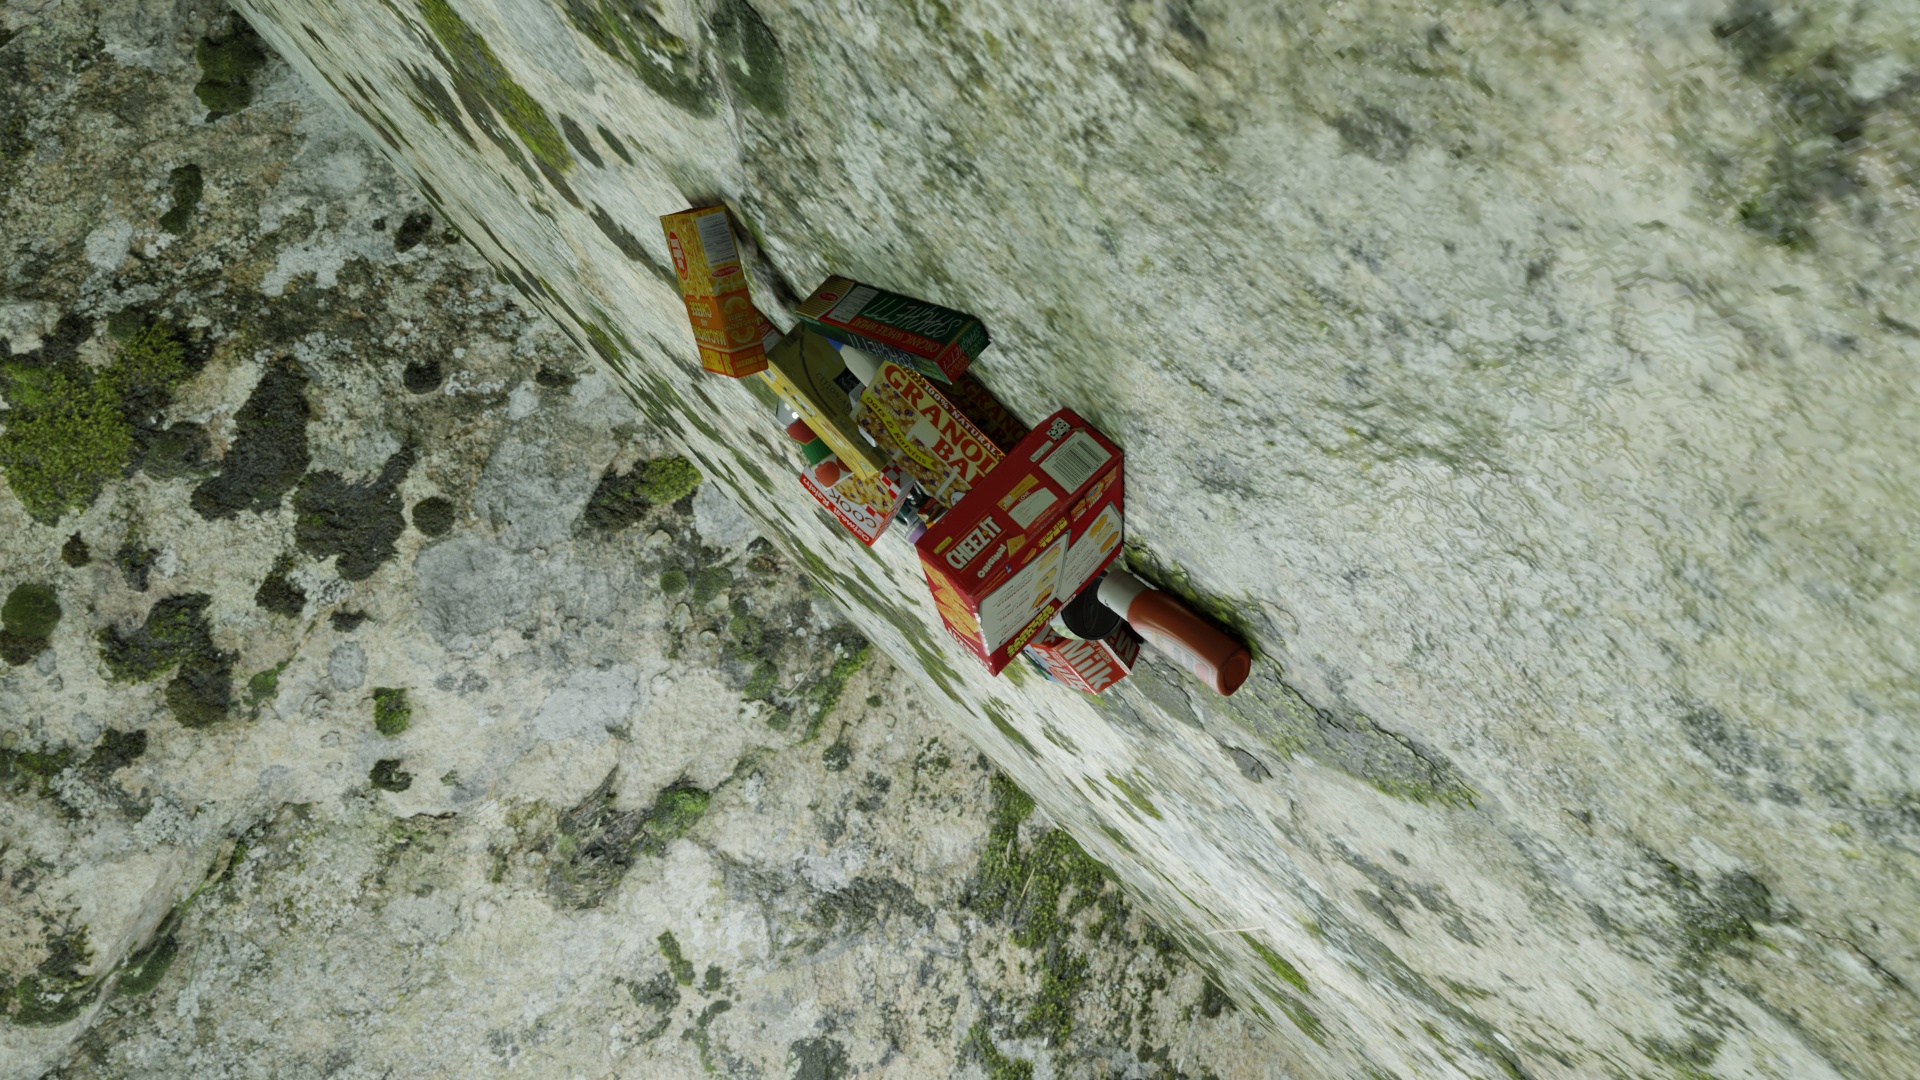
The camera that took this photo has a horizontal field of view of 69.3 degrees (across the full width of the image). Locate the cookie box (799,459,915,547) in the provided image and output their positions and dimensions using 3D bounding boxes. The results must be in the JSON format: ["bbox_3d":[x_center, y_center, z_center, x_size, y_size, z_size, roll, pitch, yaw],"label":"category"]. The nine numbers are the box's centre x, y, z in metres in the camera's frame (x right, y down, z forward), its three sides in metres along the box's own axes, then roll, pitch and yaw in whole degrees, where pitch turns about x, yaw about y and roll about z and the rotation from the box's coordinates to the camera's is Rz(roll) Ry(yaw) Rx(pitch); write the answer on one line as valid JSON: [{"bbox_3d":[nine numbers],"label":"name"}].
[{"bbox_3d":[-0.124,-0.075,1.653,0.123,0.040,0.166,44,151,5],"label":"cookie box"}]

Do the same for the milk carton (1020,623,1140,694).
[{"bbox_3d":[0.125,0.110,1.483,0.072,0.073,0.190,47,168,-11],"label":"milk carton"}]

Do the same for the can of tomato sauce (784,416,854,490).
[{"bbox_3d":[-0.147,-0.106,1.546,0.083,0.071,0.071,57,167,-3],"label":"can of tomato sauce"}]

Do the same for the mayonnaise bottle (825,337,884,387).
[{"bbox_3d":[-0.074,-0.162,1.290,0.148,0.041,0.064,46,162,-1],"label":"mayonnaise bottle"}]

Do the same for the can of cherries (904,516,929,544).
[{"bbox_3d":[-0.020,-0.009,1.583,0.058,0.071,0.071,43,168,5],"label":"can of cherries"}]

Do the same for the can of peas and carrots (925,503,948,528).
[{"bbox_3d":[0.005,-0.018,1.463,0.058,0.071,0.071,47,168,-11],"label":"can of peas and carrots"}]

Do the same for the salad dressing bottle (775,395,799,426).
[{"bbox_3d":[-0.184,-0.176,1.585,0.044,0.064,0.147,26,160,-2],"label":"salad dressing bottle"}]

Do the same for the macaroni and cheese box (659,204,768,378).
[{"bbox_3d":[-0.250,-0.254,1.414,0.124,0.040,0.166,23,130,62],"label":"macaroni and cheese box"}]

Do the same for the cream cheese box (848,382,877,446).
[{"bbox_3d":[-0.078,-0.134,1.370,0.024,0.053,0.103,44,169,14],"label":"cream cheese box"}]

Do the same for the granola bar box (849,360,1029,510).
[{"bbox_3d":[-0.009,-0.091,1.220,0.165,0.039,0.123,44,147,1],"label":"granola bar box"}]

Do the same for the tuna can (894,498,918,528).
[{"bbox_3d":[-0.077,-0.050,1.719,0.071,0.033,0.071,42,168,11],"label":"tuna can"}]

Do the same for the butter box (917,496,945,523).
[{"bbox_3d":[0.003,-0.013,1.522,0.103,0.053,0.024,50,164,-27],"label":"butter box"}]

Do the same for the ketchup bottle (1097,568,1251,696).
[{"bbox_3d":[0.186,0.076,1.225,0.149,0.043,0.064,37,167,35],"label":"ketchup bottle"}]

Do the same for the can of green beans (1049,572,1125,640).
[{"bbox_3d":[0.121,0.064,1.353,0.071,0.071,0.058,46,169,-6],"label":"can of green beans"}]

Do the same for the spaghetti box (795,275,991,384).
[{"bbox_3d":[-0.062,-0.179,1.159,0.250,0.050,0.028,29,162,53],"label":"spaghetti box"}]

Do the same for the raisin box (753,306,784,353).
[{"bbox_3d":[-0.244,-0.238,1.615,0.123,0.040,0.086,45,170,-1],"label":"raisin box"}]
